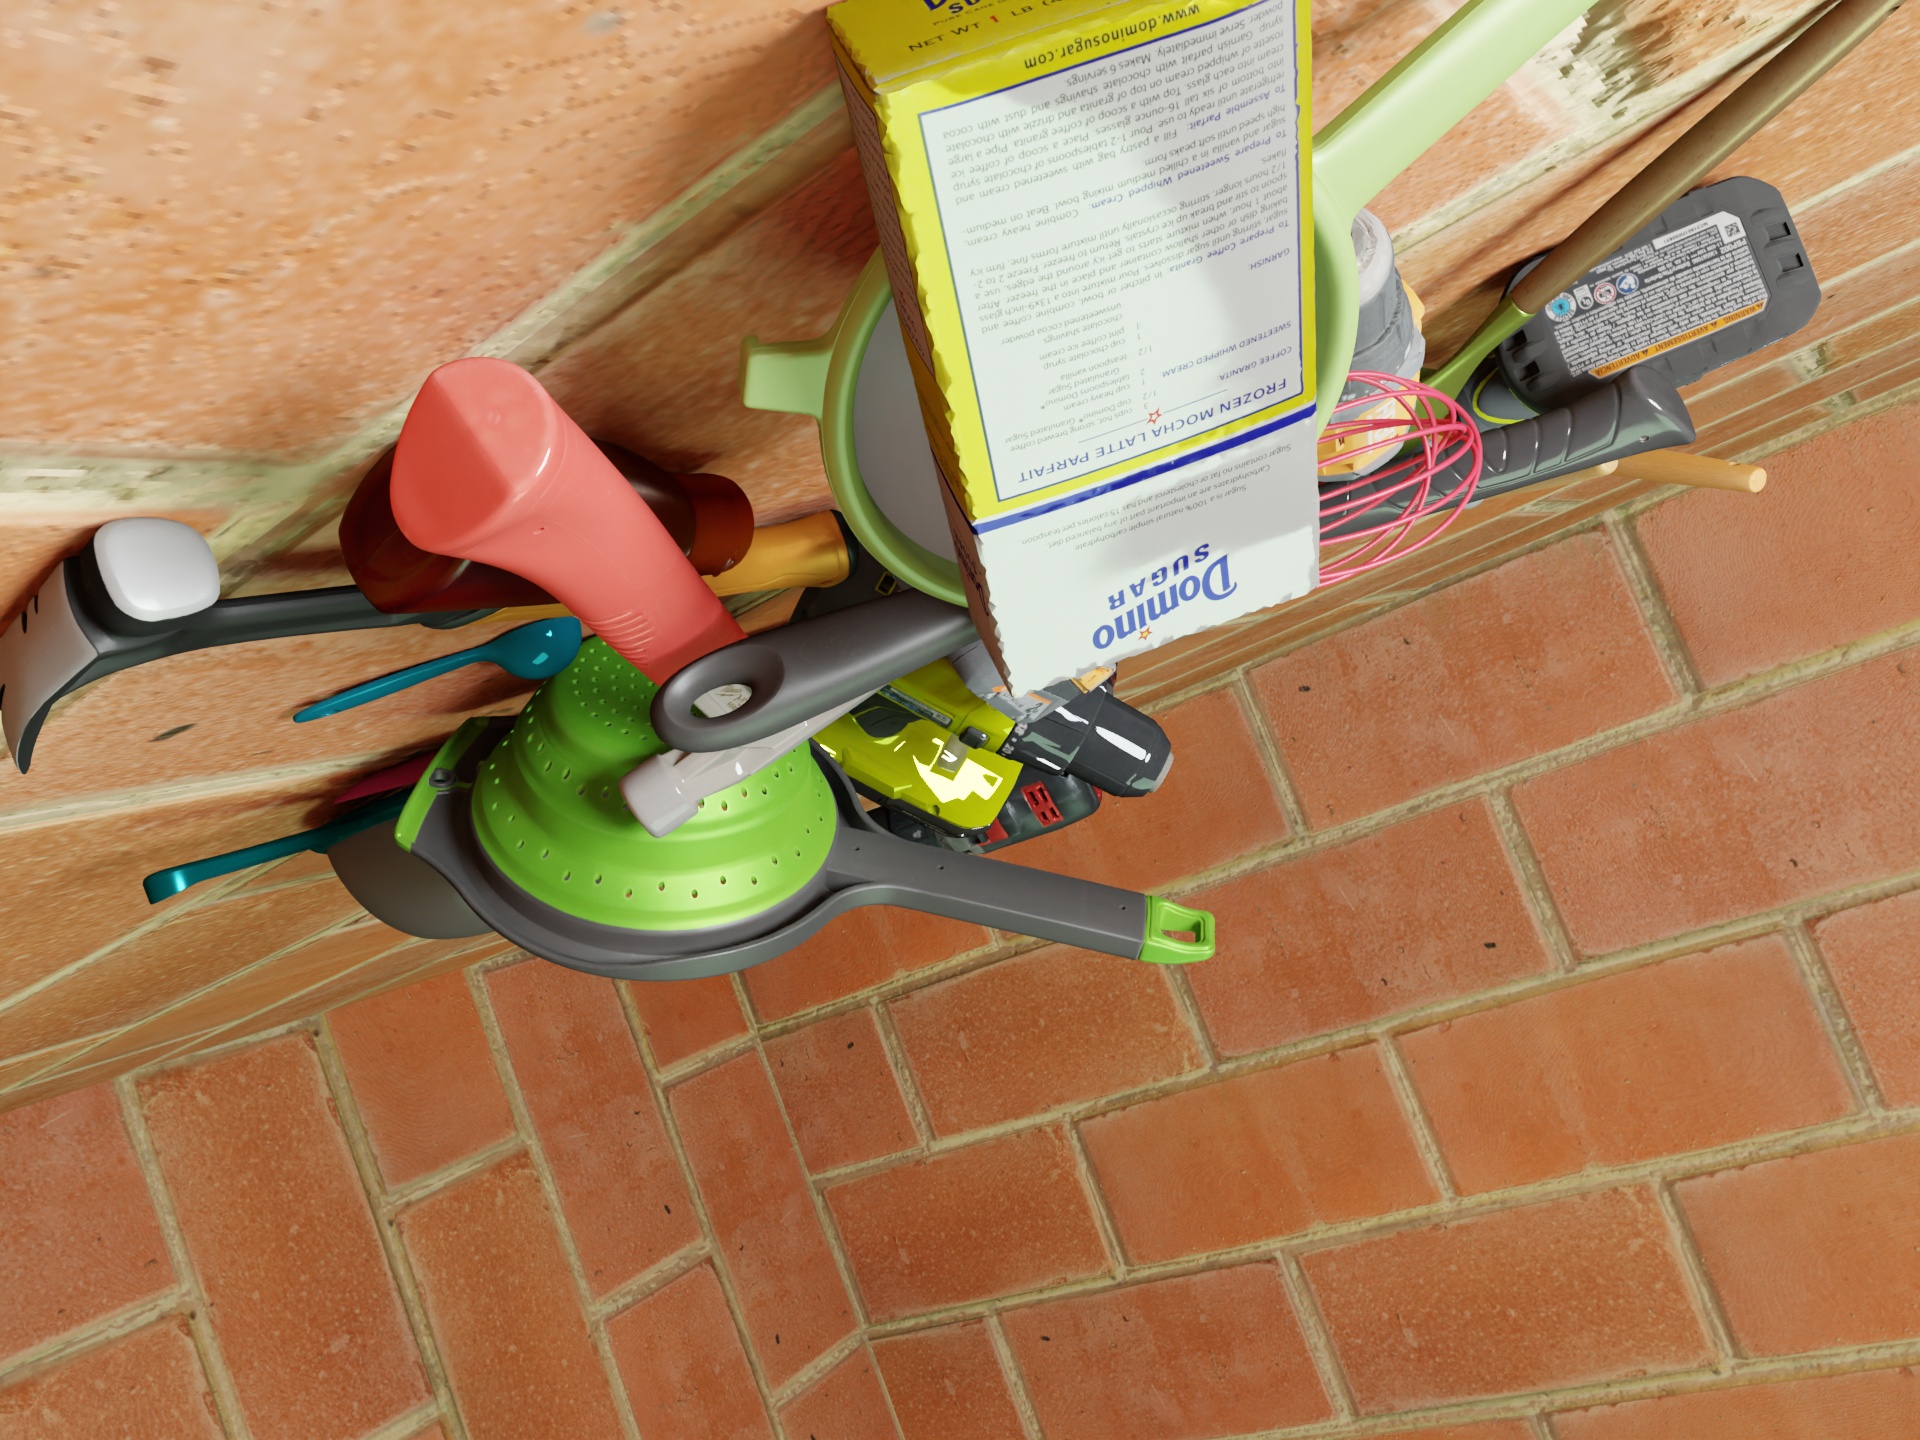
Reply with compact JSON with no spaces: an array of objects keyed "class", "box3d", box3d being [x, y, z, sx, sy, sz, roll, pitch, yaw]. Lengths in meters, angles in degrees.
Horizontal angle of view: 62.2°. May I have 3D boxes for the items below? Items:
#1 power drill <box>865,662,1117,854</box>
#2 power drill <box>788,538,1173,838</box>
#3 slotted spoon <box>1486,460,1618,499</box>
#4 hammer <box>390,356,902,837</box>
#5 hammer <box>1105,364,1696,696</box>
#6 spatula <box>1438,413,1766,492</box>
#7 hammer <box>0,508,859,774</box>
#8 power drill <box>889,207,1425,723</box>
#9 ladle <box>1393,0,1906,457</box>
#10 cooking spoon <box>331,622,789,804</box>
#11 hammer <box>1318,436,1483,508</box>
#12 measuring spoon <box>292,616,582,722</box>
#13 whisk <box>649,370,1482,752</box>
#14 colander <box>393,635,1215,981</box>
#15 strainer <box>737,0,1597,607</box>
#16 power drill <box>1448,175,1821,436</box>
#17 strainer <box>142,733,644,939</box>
[{"class":"power drill","box3d":[0.017,0.017,1.113,0.188,0.080,0.227,-21,-154,23]},{"class":"power drill","box3d":[-0.001,-0.003,0.833,0.080,0.190,0.228,-63,-176,-16]},{"class":"slotted spoon","box3d":[0.263,-0.129,0.926,0.031,0.070,0.314,24,173,-19]},{"class":"hammer","box3d":[-0.086,-0.035,0.522,0.149,0.037,0.359,-36,169,-4]},{"class":"hammer","box3d":[0.168,-0.093,0.754,0.335,0.035,0.146,-16,141,22]},{"class":"spatula","box3d":[0.337,-0.155,0.951,0.081,0.041,0.323,-19,-157,-21]},{"class":"hammer","box3d":[-0.164,-0.045,0.584,0.127,0.034,0.337,-26,173,39]},{"class":"power drill","box3d":[0.082,-0.100,0.626,0.226,0.084,0.185,-35,165,7]},{"class":"ladle","box3d":[0.245,-0.199,0.655,0.078,0.062,0.320,-18,167,-29]},{"class":"cooking spoon","box3d":[-0.195,-0.011,0.892,0.319,0.017,0.069,-20,-174,-8]},{"class":"hammer","box3d":[0.153,-0.115,0.995,0.143,0.038,0.386,5,171,-19]},{"class":"measuring spoon","box3d":[-0.227,-0.015,0.702,0.128,0.021,0.042,-21,175,-16]},{"class":"whisk","box3d":[0.040,-0.050,0.518,0.296,0.073,0.073,-21,175,-10]},{"class":"colander","box3d":[-0.063,0.037,0.761,0.397,0.094,0.205,12,-144,-1]},{"class":"strainer","box3d":[0.067,-0.139,0.425,0.256,0.069,0.151,-39,135,14]},{"class":"power drill","box3d":[0.342,-0.198,0.812,0.171,0.080,0.223,-22,179,14]},{"class":"strainer","box3d":[-0.313,0.090,0.934,0.211,0.095,0.340,-20,180,27]}]
